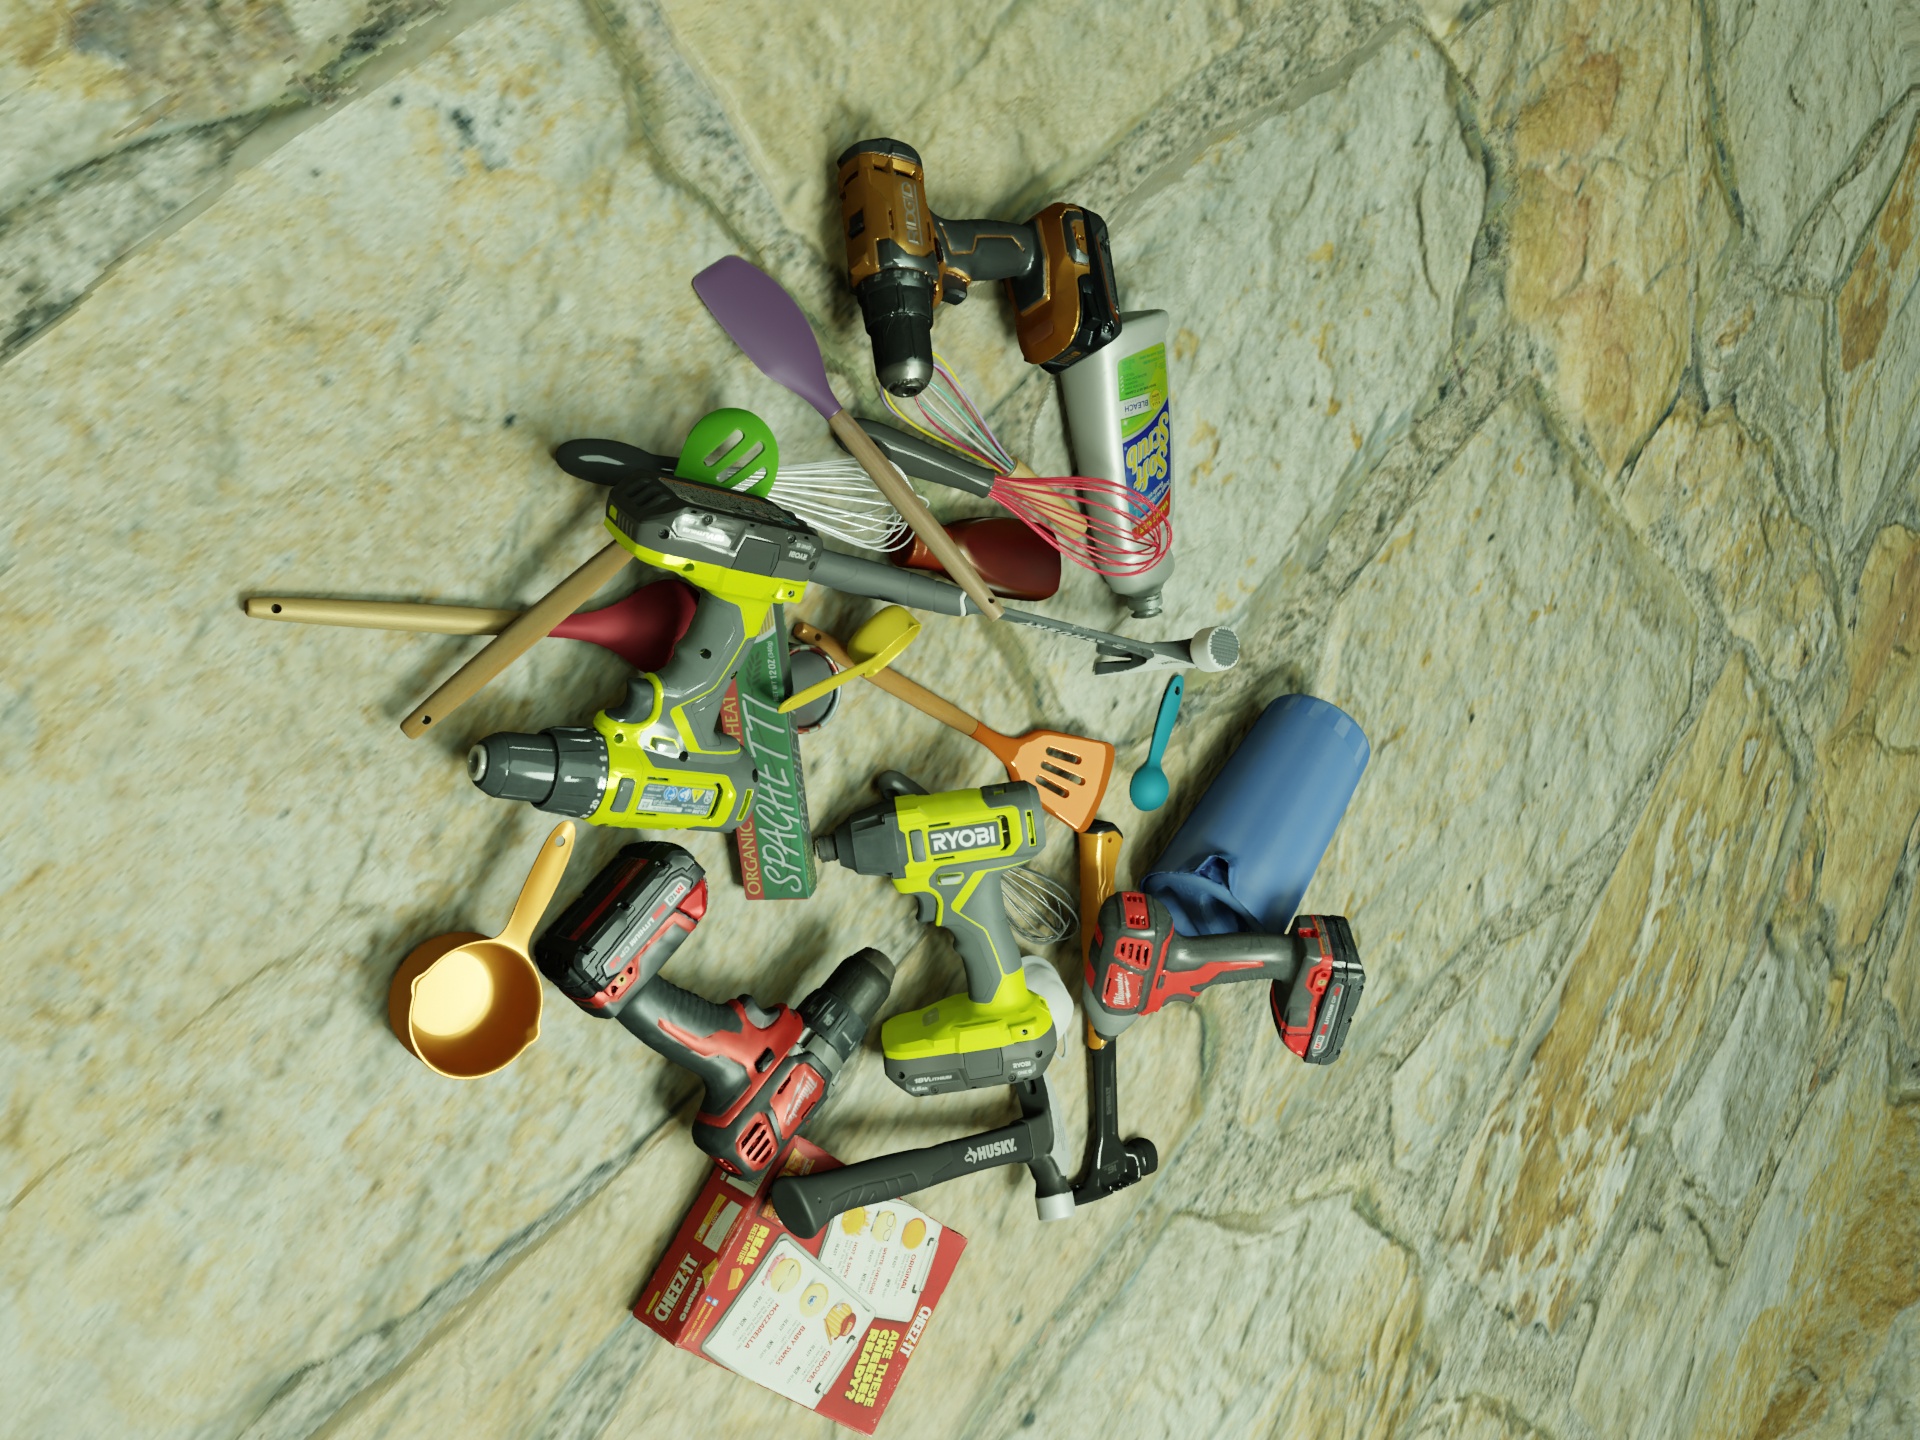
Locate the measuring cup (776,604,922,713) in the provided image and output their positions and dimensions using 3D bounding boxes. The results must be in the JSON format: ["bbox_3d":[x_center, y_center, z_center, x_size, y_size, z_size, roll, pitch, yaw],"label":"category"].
[{"bbox_3d":[-0.085,-0.043,1.130,0.029,0.062,0.156,49,41,8],"label":"measuring cup"}]

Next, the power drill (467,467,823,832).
[{"bbox_3d":[-0.196,-0.036,1.011,0.190,0.080,0.228,9,111,-39],"label":"power drill"}]

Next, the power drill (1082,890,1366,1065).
[{"bbox_3d":[0.213,0.219,1.330,0.219,0.079,0.143,6,123,-4],"label":"power drill"}]

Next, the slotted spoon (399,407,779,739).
[{"bbox_3d":[-0.231,-0.094,1.019,0.314,0.031,0.070,-44,118,-19],"label":"slotted spoon"}]

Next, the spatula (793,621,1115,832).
[{"bbox_3d":[-0.002,-0.004,1.256,0.322,0.041,0.081,29,77,-38],"label":"spatula"}]

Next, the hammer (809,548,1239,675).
[{"bbox_3d":[0.015,-0.087,1.225,0.408,0.149,0.036,12,81,-31],"label":"hammer"}]

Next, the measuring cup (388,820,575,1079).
[{"bbox_3d":[-0.298,0.140,1.014,0.095,0.052,0.174,36,70,-37],"label":"measuring cup"}]

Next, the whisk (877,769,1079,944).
[{"bbox_3d":[0.016,0.111,1.281,0.238,0.055,0.055,43,68,-31],"label":"whisk"}]

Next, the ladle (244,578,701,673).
[{"bbox_3d":[-0.289,-0.064,1.015,0.315,0.031,0.069,1,93,-39],"label":"ladle"}]

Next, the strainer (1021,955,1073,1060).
[{"bbox_3d":[0.026,0.188,1.284,0.258,0.050,0.087,49,49,-20],"label":"strainer"}]

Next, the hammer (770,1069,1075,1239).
[{"bbox_3d":[-0.021,0.333,1.211,0.334,0.035,0.146,6,71,-53],"label":"hammer"}]

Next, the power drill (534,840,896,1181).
[{"bbox_3d":[-0.158,0.182,1.099,0.188,0.080,0.226,-50,116,-24],"label":"power drill"}]

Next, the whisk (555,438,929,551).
[{"bbox_3d":[-0.144,-0.165,1.107,0.284,0.070,0.070,4,93,-36],"label":"whisk"}]

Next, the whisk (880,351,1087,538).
[{"bbox_3d":[0.027,-0.214,1.256,0.244,0.051,0.047,34,67,-41],"label":"whisk"}]

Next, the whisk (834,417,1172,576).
[{"bbox_3d":[0.038,-0.178,1.229,0.295,0.073,0.073,16,84,-24],"label":"whisk"}]

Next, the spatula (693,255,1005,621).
[{"bbox_3d":[-0.070,-0.196,1.121,0.060,0.018,0.316,-42,97,-29],"label":"spatula"}]

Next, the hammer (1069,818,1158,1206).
[{"bbox_3d":[0.118,0.254,1.392,0.127,0.034,0.337,-9,101,-41],"label":"hammer"}]

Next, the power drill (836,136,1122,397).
[{"bbox_3d":[0.014,-0.318,1.185,0.226,0.084,0.185,3,75,-39],"label":"power drill"}]

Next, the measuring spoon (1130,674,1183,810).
[{"bbox_3d":[0.186,0.020,1.429,0.042,0.021,0.128,22,82,-40],"label":"measuring spoon"}]

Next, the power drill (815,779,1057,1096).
[{"bbox_3d":[-0.013,0.165,1.216,0.171,0.080,0.223,-8,103,-3],"label":"power drill"}]
